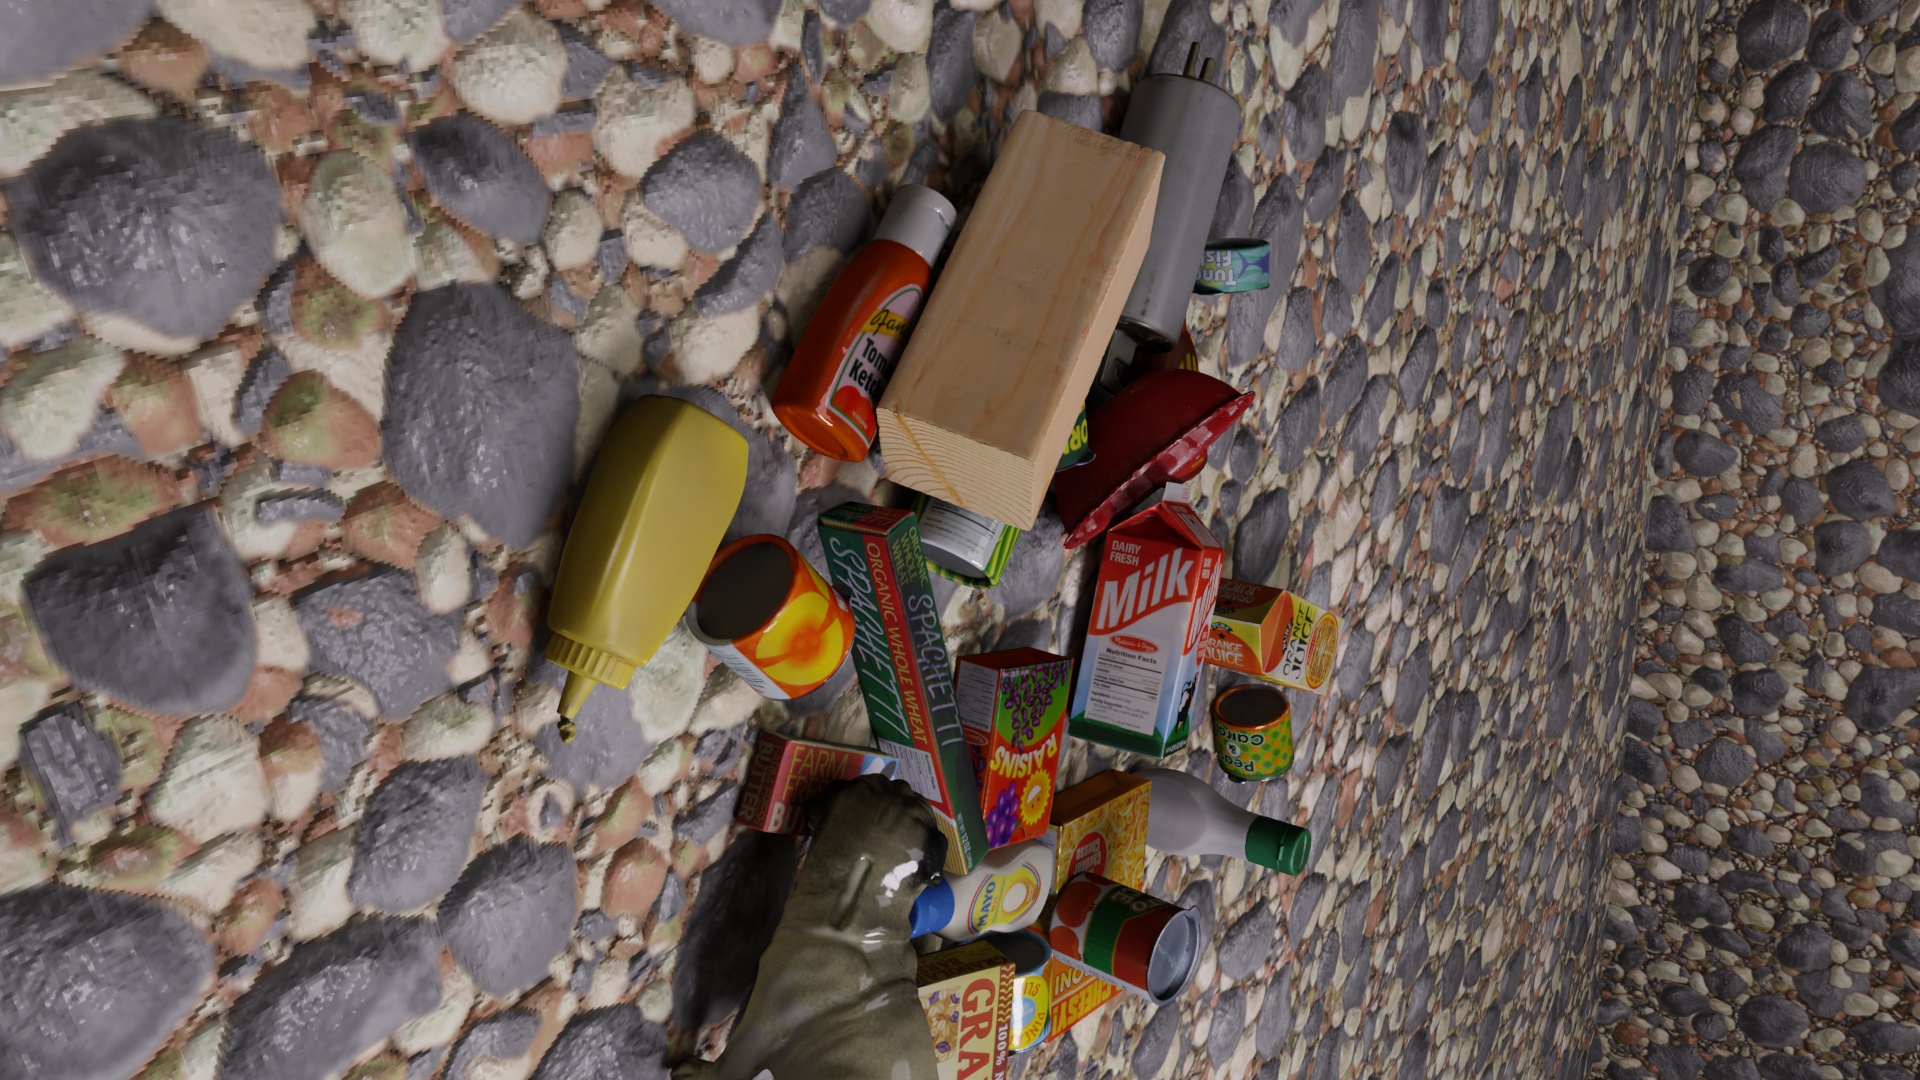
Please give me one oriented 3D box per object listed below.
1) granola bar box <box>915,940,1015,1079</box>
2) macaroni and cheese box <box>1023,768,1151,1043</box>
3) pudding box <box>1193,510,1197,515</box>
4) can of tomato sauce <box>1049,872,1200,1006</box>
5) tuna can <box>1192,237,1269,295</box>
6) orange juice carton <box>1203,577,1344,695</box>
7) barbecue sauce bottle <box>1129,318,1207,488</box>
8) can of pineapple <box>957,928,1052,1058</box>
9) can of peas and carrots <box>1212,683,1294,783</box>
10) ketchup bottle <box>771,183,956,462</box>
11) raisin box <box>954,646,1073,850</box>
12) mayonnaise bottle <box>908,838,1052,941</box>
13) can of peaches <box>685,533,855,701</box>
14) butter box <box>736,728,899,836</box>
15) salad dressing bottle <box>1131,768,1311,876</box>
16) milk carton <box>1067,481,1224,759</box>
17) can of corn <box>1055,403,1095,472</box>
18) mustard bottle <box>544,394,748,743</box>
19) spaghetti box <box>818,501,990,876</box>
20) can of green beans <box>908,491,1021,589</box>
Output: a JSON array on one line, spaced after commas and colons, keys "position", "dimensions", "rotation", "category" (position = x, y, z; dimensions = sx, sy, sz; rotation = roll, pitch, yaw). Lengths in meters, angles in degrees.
[{"position": [-0.031, 0.343, 0.862], "dimensions": [0.124, 0.039, 0.165], "rotation": [-3, 103, -34], "category": "granola bar box"}, {"position": [0.089, 0.267, 1.029], "dimensions": [0.124, 0.040, 0.166], "rotation": [-11, 107, -51], "category": "macaroni and cheese box"}, {"position": [0.168, 0.021, 1.077], "dimensions": [0.050, 0.030, 0.083], "rotation": [-49, 135, -32], "category": "pudding box"}, {"position": [0.114, 0.272, 0.959], "dimensions": [0.071, 0.083, 0.071], "rotation": [-17, 112, -47], "category": "can of tomato sauce"}, {"position": [0.192, -0.201, 1.016], "dimensions": [0.071, 0.071, 0.032], "rotation": [-26, 118, -48], "category": "tuna can"}, {"position": [0.252, 0.078, 1.170], "dimensions": [0.192, 0.072, 0.073], "rotation": [20, 83, -54], "category": "orange juice carton"}, {"position": [0.147, -0.116, 0.999], "dimensions": [0.065, 0.043, 0.148], "rotation": [-35, 126, -42], "category": "barbecue sauce bottle"}, {"position": [0.029, 0.302, 0.935], "dimensions": [0.071, 0.071, 0.057], "rotation": [-18, 113, -50], "category": "can of pineapple"}, {"position": [0.252, 0.166, 1.200], "dimensions": [0.071, 0.071, 0.058], "rotation": [-37, 127, -42], "category": "can of peas and carrots"}, {"position": [-0.047, -0.119, 0.737], "dimensions": [0.064, 0.043, 0.149], "rotation": [48, 61, -55], "category": "ketchup bottle"}, {"position": [0.030, 0.136, 0.915], "dimensions": [0.086, 0.040, 0.123], "rotation": [0, 100, -54], "category": "raisin box"}, {"position": [0.004, 0.230, 0.904], "dimensions": [0.148, 0.041, 0.064], "rotation": [6, 99, -54], "category": "mayonnaise bottle"}, {"position": [-0.094, 0.036, 0.698], "dimensions": [0.071, 0.071, 0.058], "rotation": [-62, 140, -21], "category": "can of peaches"}, {"position": [-0.079, 0.140, 0.782], "dimensions": [0.103, 0.024, 0.053], "rotation": [22, 81, -54], "category": "butter box"}, {"position": [0.193, 0.218, 1.065], "dimensions": [0.044, 0.147, 0.064], "rotation": [5, 96, -54], "category": "salad dressing bottle"}, {"position": [0.138, 0.053, 0.996], "dimensions": [0.072, 0.073, 0.190], "rotation": [3, 98, -67], "category": "milk carton"}, {"position": [0.046, -0.078, 0.851], "dimensions": [0.071, 0.071, 0.058], "rotation": [-32, 124, -45], "category": "can of corn"}, {"position": [-0.151, 0.014, 0.630], "dimensions": [0.065, 0.049, 0.160], "rotation": [38, 70, -51], "category": "mustard bottle"}, {"position": [-0.030, 0.091, 0.813], "dimensions": [0.029, 0.050, 0.248], "rotation": [-41, 130, -42], "category": "spaghetti box"}, {"position": [0.003, -0.011, 0.815], "dimensions": [0.071, 0.071, 0.058], "rotation": [44, 65, -49], "category": "can of green beans"}]
